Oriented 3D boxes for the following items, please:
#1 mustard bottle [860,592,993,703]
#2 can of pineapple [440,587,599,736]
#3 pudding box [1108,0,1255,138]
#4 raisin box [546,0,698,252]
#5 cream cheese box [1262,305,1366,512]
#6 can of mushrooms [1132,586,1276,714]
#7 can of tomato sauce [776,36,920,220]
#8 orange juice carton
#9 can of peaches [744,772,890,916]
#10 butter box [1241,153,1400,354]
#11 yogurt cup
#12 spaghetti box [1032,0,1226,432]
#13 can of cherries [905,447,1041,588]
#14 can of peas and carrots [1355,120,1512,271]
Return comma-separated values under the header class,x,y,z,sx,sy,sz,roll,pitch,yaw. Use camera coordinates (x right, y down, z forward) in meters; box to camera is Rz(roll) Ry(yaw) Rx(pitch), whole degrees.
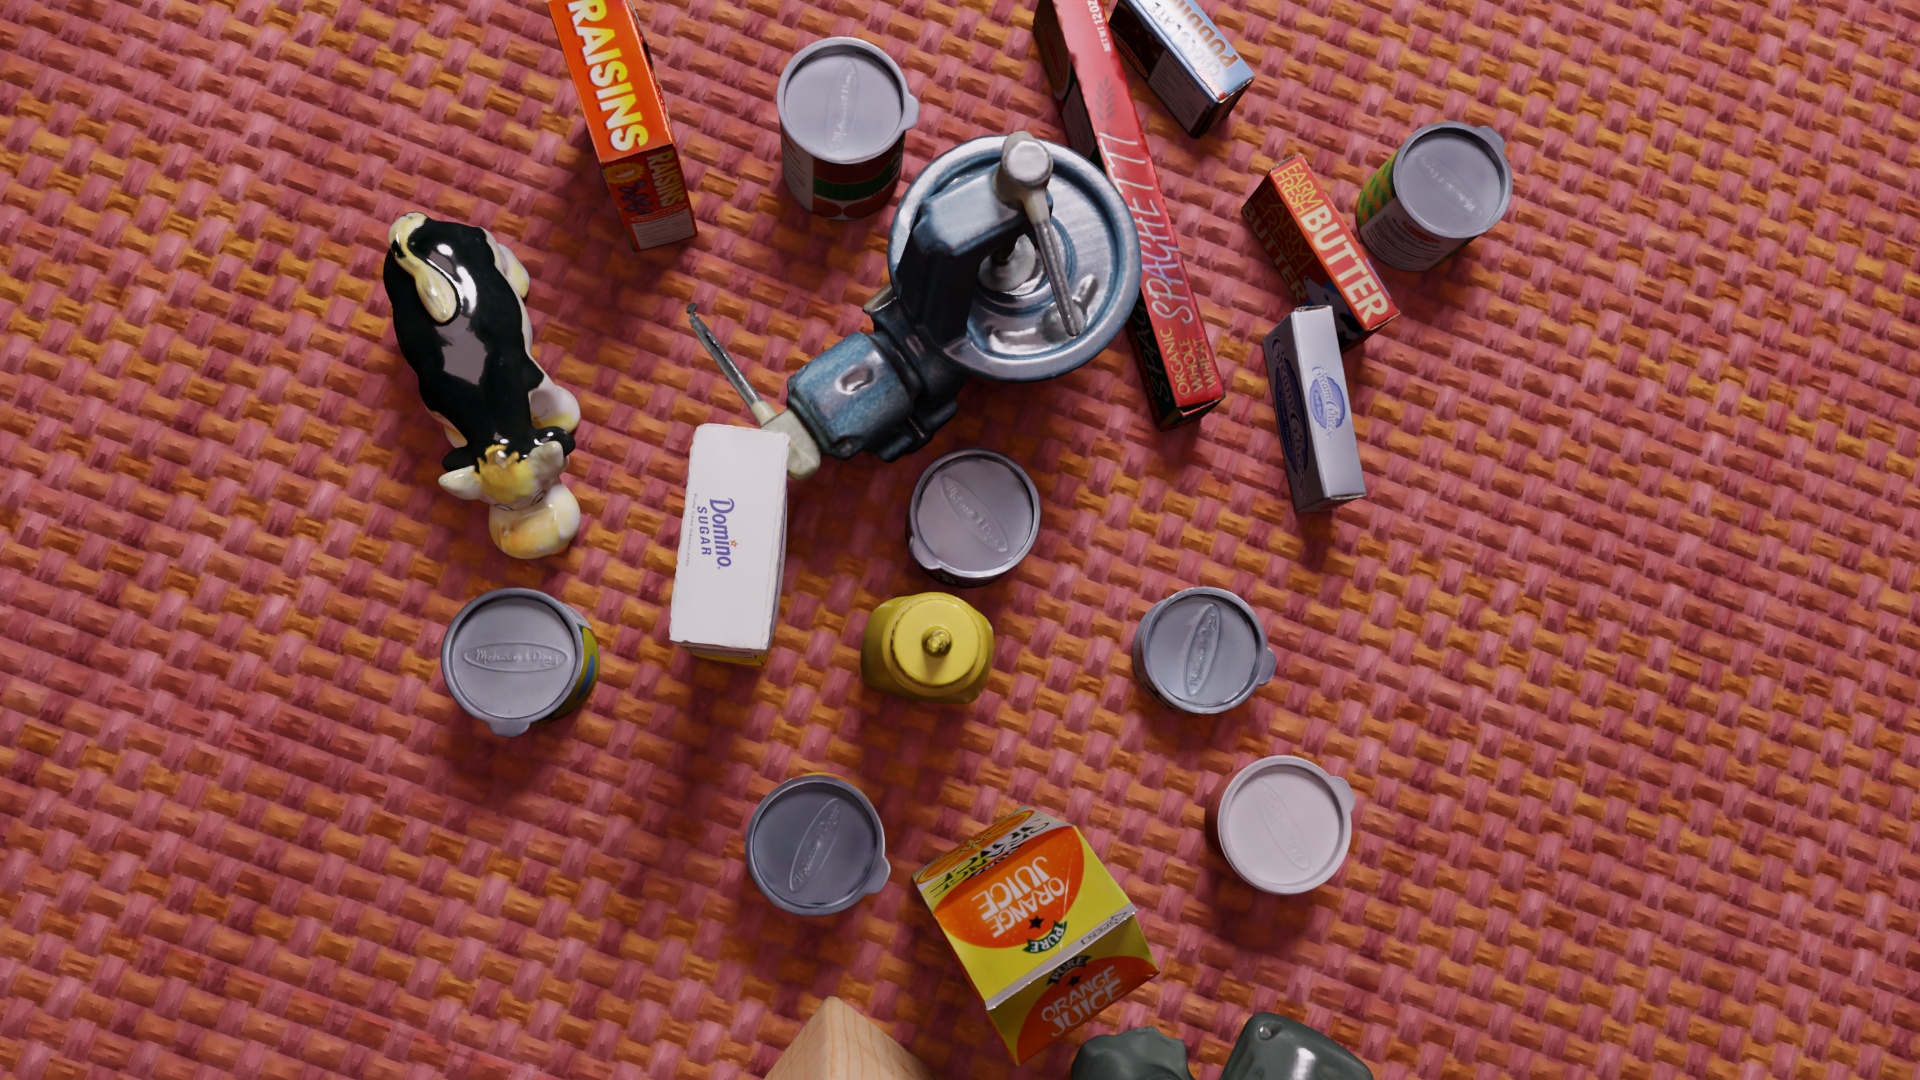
class,x,y,z,sx,sy,sz,roll,pitch,yaw
mustard bottle,-0.013,0.051,0.655,0.065,0.160,0.049,10,82,-4
can of pineapple,-0.216,0.060,0.685,0.071,0.058,0.071,1,82,-5
pudding box,0.121,-0.271,0.771,0.030,0.049,0.084,-38,87,-9
raisin box,-0.166,-0.207,0.695,0.040,0.123,0.086,-18,84,-8
cream cheese box,0.189,-0.069,0.746,0.024,0.053,0.104,-8,83,-7
can of mushrooms,0.127,0.059,0.731,0.071,0.033,0.071,1,82,-6
can of tomato sauce,-0.060,-0.213,0.727,0.071,0.083,0.071,1,82,-5
orange juice carton,0.030,0.173,0.625,0.072,0.192,0.073,-30,86,-9
can of peaches,-0.069,0.150,0.686,0.071,0.058,0.071,1,82,-5
butter box,0.195,-0.155,0.759,0.024,0.053,0.103,-30,86,-9
yogurt cup,0.159,0.144,0.712,0.072,0.054,0.072,1,82,-6
spaghetti box,0.089,-0.183,0.754,0.029,0.050,0.250,-15,84,-7
can of cherries,0.003,-0.009,0.716,0.071,0.058,0.071,1,82,-5
can of peas and carrots,0.262,-0.191,0.768,0.071,0.058,0.071,1,82,-5
